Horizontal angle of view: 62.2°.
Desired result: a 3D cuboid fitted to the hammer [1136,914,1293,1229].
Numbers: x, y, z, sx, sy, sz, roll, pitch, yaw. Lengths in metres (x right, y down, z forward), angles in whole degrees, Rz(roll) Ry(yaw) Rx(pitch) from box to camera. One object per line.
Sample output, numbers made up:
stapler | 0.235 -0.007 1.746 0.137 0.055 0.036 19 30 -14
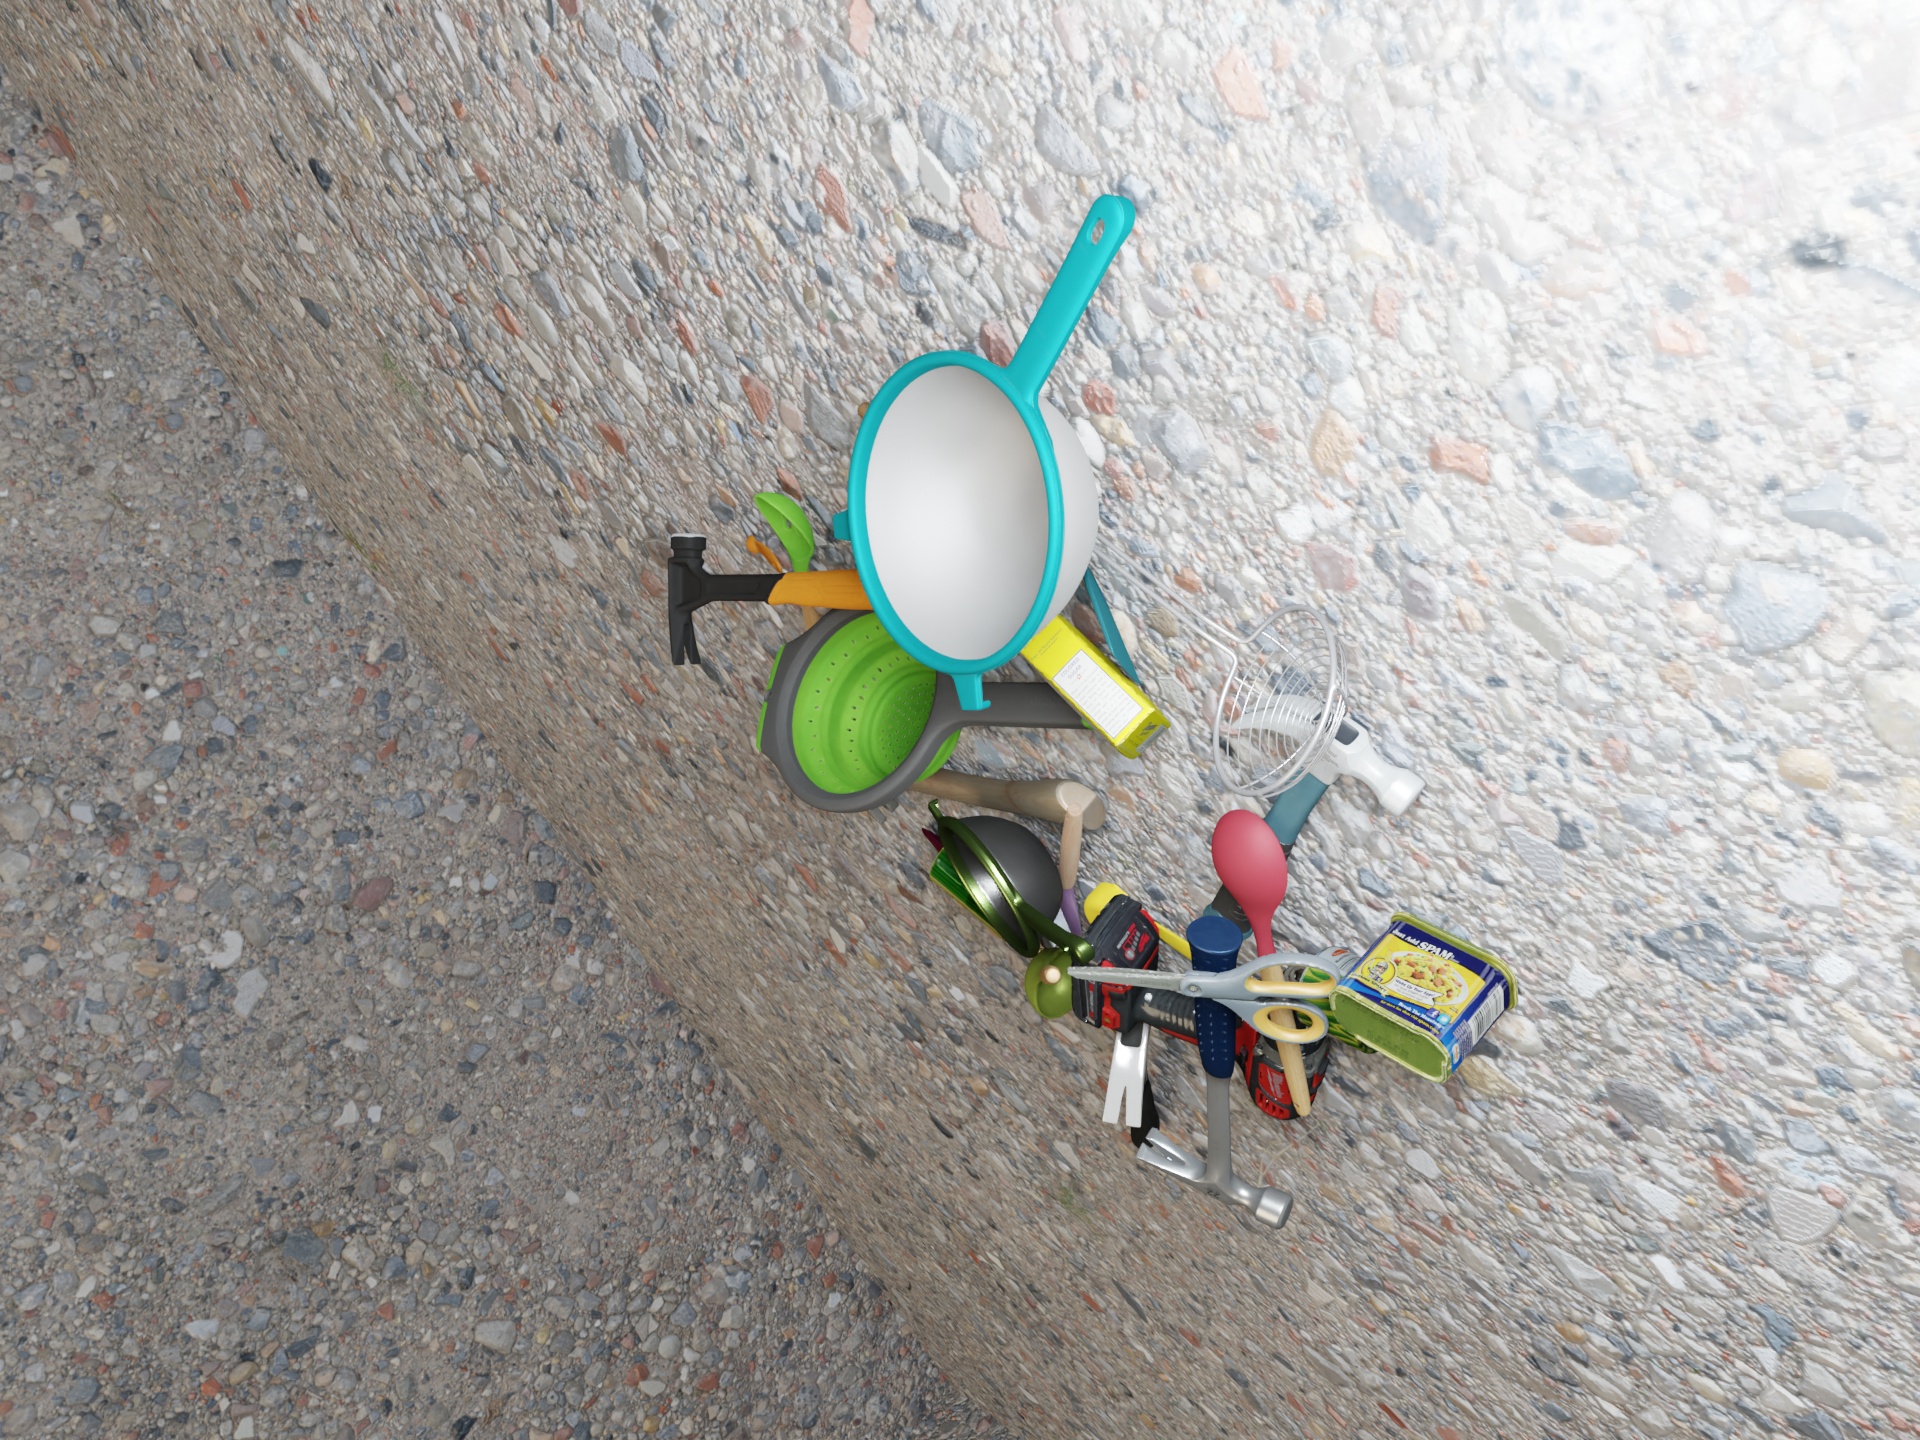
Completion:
hammer | 0.210 0.296 1.333 0.144 0.035 0.405 19 142 26

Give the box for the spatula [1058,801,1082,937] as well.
spatula | 0.099 0.141 1.457 0.060 0.018 0.315 56 167 23

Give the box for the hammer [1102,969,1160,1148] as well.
hammer | 0.178 0.371 1.589 0.035 0.146 0.334 6 151 12

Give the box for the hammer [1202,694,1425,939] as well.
hammer | 0.234 0.088 1.180 0.128 0.033 0.330 41 154 17

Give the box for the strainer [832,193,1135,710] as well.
strainer | 0.048 -0.184 1.026 0.211 0.095 0.340 54 133 27

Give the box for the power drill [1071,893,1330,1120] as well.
power drill | 0.210 0.236 1.360 0.227 0.080 0.187 24 144 25

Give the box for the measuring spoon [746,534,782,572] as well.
measuring spoon | -0.190 -0.159 1.532 0.117 0.011 0.021 42 156 63

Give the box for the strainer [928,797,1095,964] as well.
strainer | 0.069 0.148 1.397 0.151 0.069 0.256 63 164 -23

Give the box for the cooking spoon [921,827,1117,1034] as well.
cooking spoon | 0.071 0.225 1.667 0.319 0.017 0.068 45 169 11

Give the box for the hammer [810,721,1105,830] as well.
hammer | -0.002 0.069 1.542 0.411 0.038 0.146 9 142 53

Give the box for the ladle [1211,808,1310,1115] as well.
ladle | 0.241 0.198 1.227 0.069 0.031 0.315 22 141 45

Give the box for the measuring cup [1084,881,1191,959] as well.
measuring cup | 0.173 0.200 1.445 0.157 0.029 0.062 31 149 40

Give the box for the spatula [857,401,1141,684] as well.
spatula | 0.025 -0.144 1.192 0.318 0.044 0.082 41 -177 23

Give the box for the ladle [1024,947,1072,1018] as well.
ladle | 0.093 0.242 1.479 0.062 0.078 0.320 27 173 6

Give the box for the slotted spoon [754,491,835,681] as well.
slotted spoon | -0.147 -0.109 1.554 0.070 0.031 0.313 35 153 30

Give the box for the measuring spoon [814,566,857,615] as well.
measuring spoon | -0.105 -0.119 1.462 0.124 0.034 0.018 149 120 -61

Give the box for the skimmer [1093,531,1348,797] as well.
skimmer | 0.111 -0.092 1.066 0.364 0.090 0.127 42 119 24

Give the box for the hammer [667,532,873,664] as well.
hammer | -0.147 -0.111 1.433 0.337 0.034 0.127 3 94 41

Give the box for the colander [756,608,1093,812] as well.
colander | -0.002 -0.004 1.375 0.397 0.204 0.094 2 164 39
